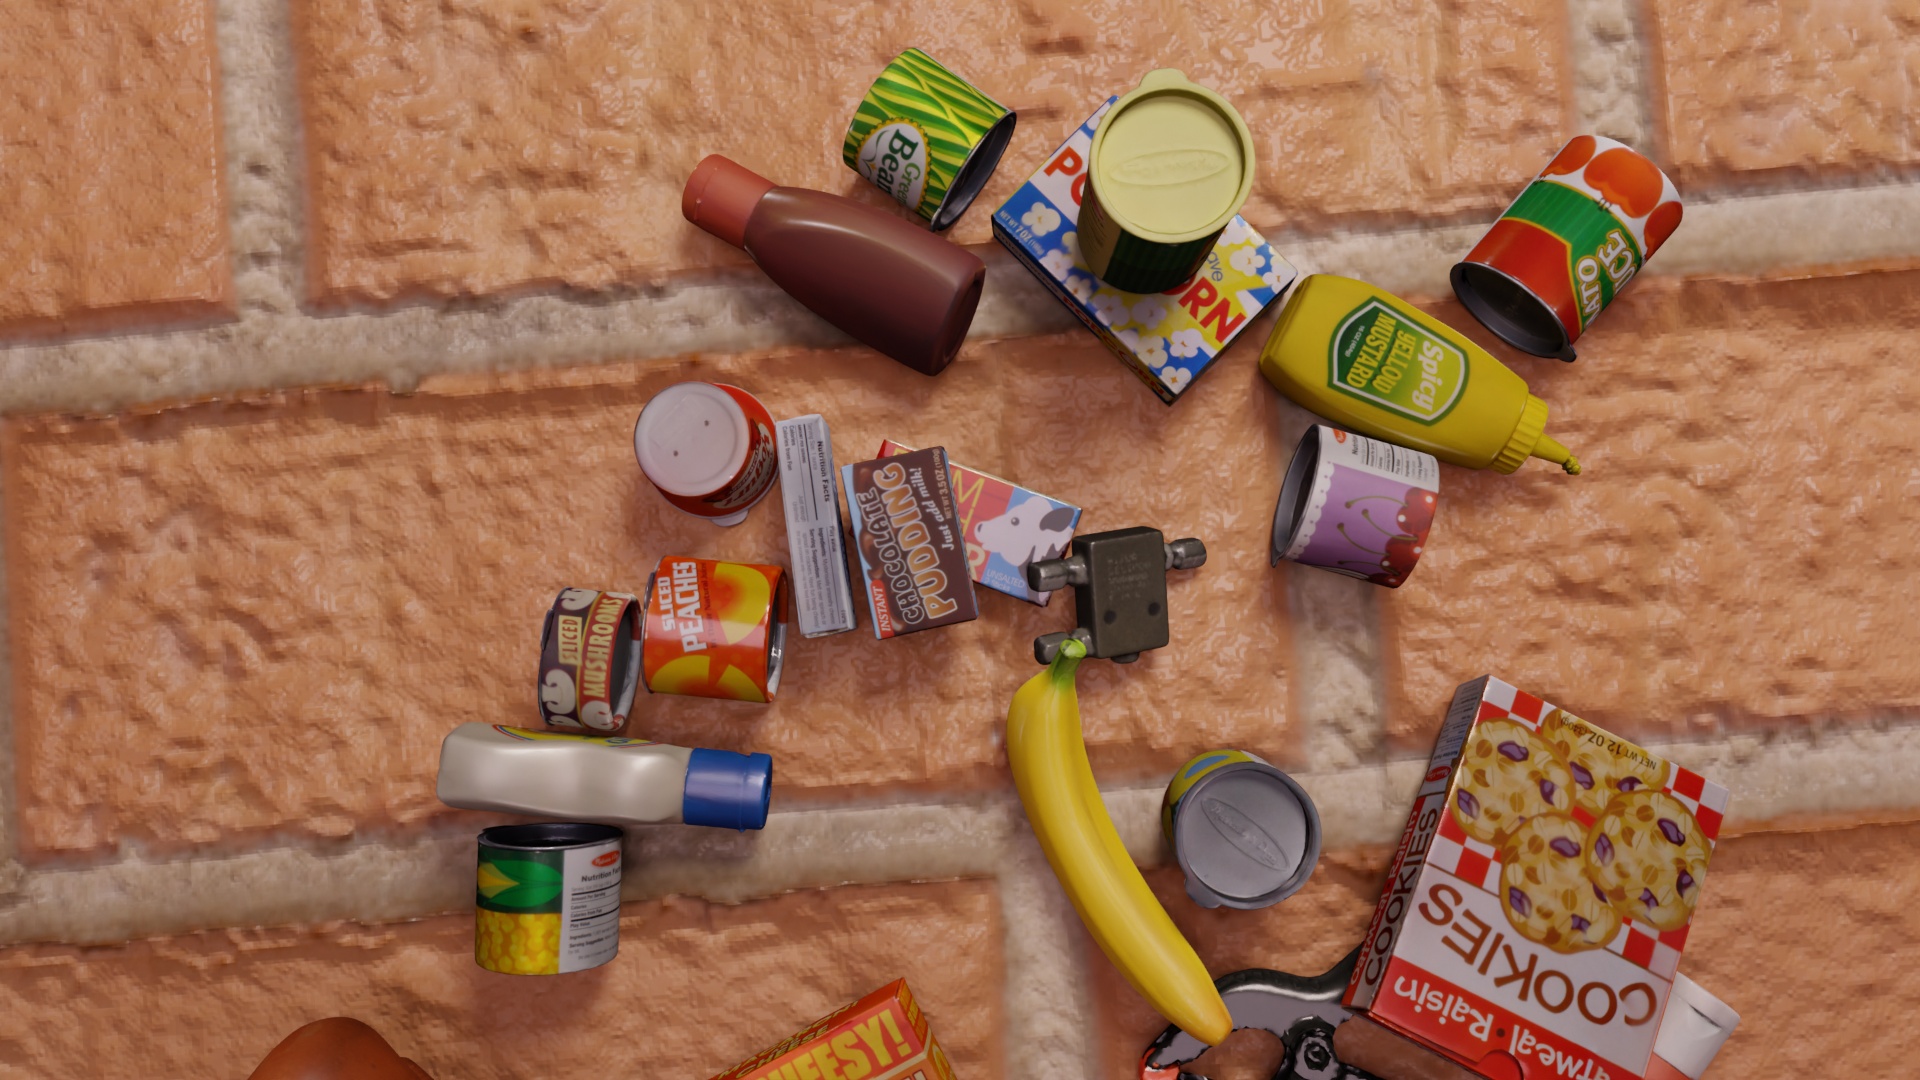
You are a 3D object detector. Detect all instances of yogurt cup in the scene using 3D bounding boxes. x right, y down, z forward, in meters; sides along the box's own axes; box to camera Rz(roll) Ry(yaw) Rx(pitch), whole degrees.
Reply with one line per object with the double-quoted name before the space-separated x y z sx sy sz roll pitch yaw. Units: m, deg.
"yogurt cup" -0.124 -0.046 0.668 0.072 0.054 0.072 0 87 2

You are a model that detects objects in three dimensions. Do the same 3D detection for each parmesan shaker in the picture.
"parmesan shaker" 0.086 -0.152 0.603 0.071 0.103 0.071 0 88 2

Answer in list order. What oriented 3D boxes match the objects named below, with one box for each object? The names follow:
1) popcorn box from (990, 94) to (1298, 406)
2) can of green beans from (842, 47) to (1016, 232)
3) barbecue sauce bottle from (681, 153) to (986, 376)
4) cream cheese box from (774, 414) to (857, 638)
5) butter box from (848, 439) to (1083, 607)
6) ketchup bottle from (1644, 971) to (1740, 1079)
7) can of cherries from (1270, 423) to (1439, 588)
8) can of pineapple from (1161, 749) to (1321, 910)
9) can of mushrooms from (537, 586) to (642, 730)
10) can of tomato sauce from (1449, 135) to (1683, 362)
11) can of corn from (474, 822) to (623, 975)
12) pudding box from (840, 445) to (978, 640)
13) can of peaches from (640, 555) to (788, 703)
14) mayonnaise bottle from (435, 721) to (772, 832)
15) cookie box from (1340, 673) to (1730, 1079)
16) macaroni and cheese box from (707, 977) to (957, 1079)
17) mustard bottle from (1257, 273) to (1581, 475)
"popcorn box" 0.088 -0.140 0.675 0.085 0.038 0.127 -45 87 -1
"can of green beans" -0.015 -0.192 0.666 0.058 0.071 0.071 35 89 3
"barbecue sauce bottle" -0.064 -0.138 0.671 0.148 0.064 0.044 29 45 9
"cream cheese box" -0.069 -0.006 0.665 0.024 0.053 0.104 -8 87 0
"butter box" 0.002 -0.008 0.678 0.103 0.024 0.053 20 87 2
"ketchup bottle" 0.303 0.270 0.647 0.065 0.043 0.149 36 88 9
"can of cherries" 0.184 -0.014 0.654 0.058 0.071 0.071 15 88 1
"can of pineapple" 0.128 0.134 0.650 0.071 0.058 0.071 0 87 2
"can of mushrooms" -0.174 0.055 0.656 0.033 0.071 0.071 6 88 0
"can of tomato sauce" 0.287 -0.137 0.655 0.071 0.071 0.083 42 89 3
"can of corn" -0.196 0.167 0.654 0.071 0.071 0.058 1 88 2
"pudding box" -0.024 0.001 0.649 0.050 0.030 0.083 -11 89 2
"can of peaches" -0.115 0.041 0.655 0.058 0.071 0.071 6 88 1
"mayonnaise bottle" -0.165 0.113 0.659 0.148 0.064 0.041 5 84 -2
"cookie box" 0.263 0.164 0.634 0.123 0.040 0.168 26 73 3
"macaroni and cheese box" -0.044 0.312 0.655 0.124 0.040 0.166 -28 87 0
"mustard bottle" 0.226 -0.071 0.662 0.160 0.049 0.065 25 90 3
